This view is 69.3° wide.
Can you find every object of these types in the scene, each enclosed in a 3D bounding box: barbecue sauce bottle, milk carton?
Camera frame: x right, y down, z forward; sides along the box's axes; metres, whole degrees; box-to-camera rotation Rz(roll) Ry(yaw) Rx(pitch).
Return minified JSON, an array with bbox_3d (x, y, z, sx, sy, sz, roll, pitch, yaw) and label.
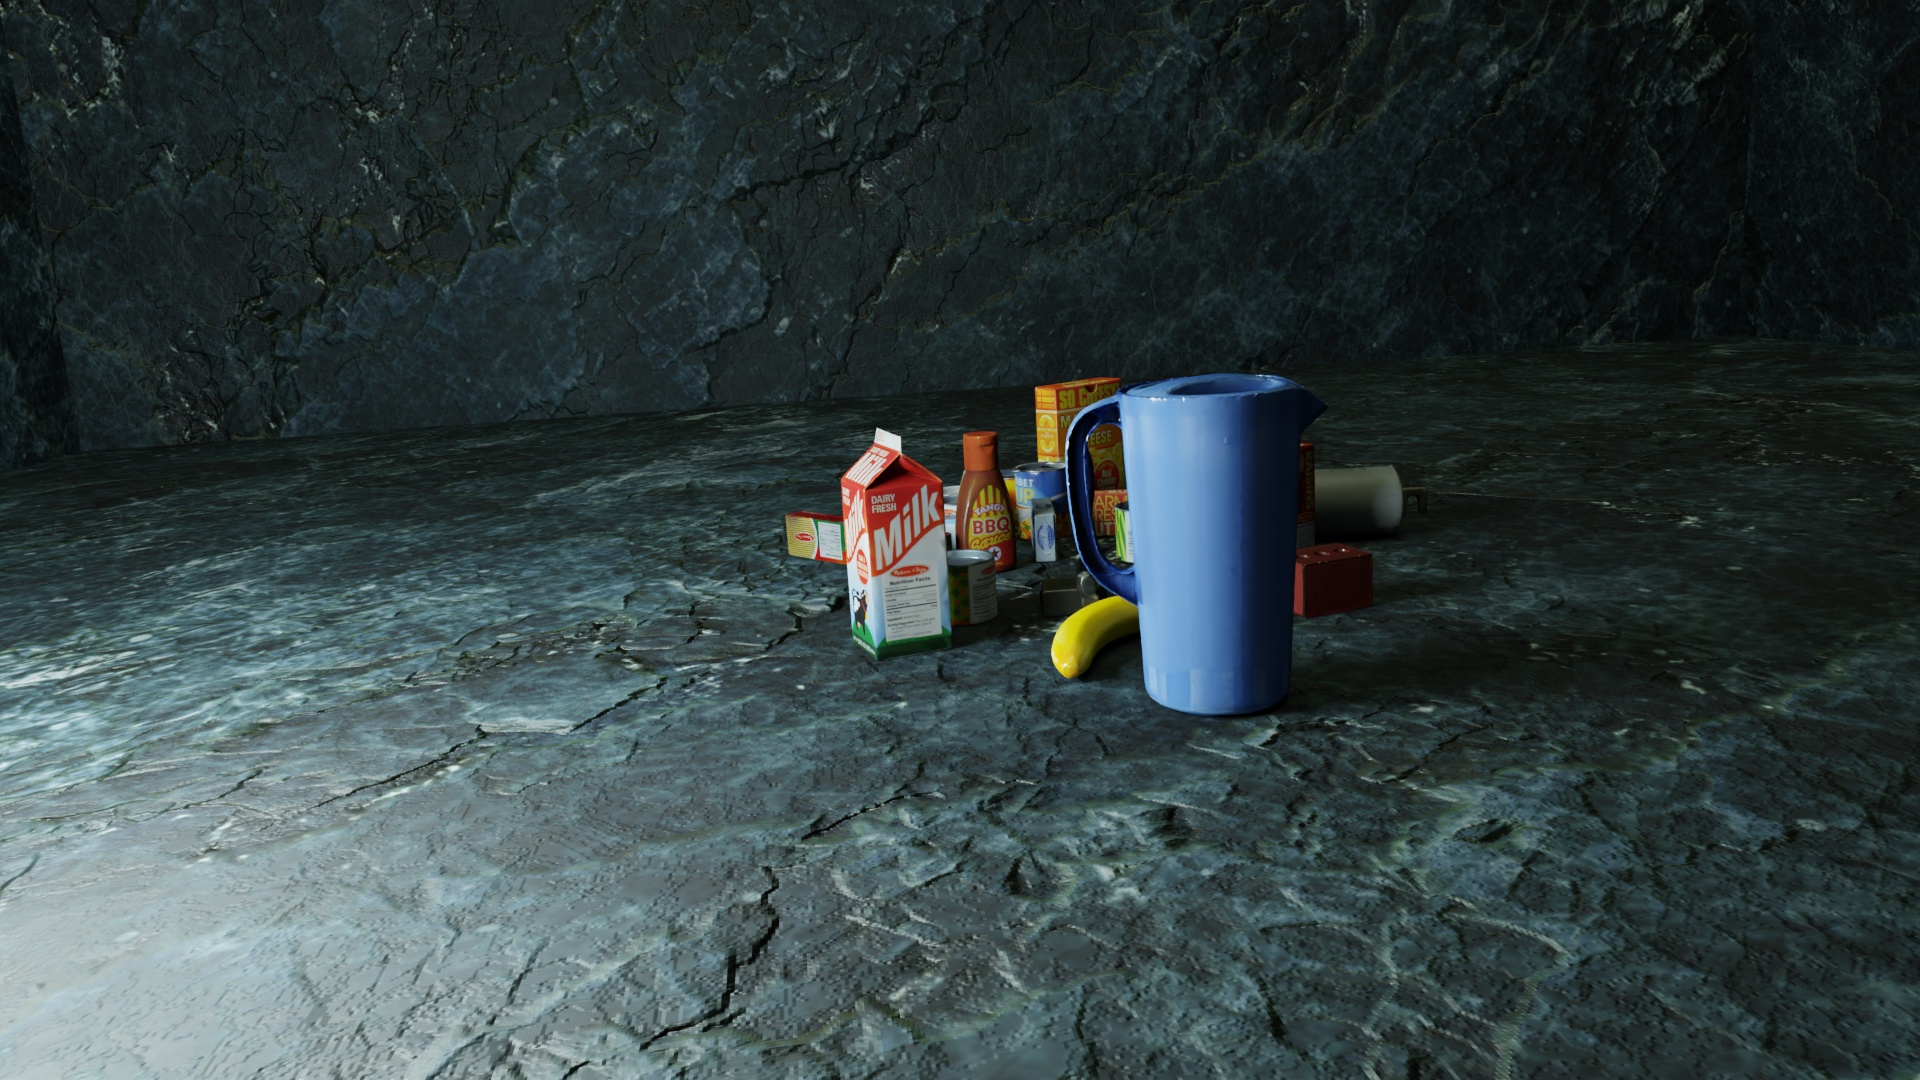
[{"bbox_3d":[0.025,-0.040,1.473,0.065,0.148,0.044,-8,12,-20],"label":"barbecue sauce bottle"},{"bbox_3d":[-0.057,0.000,1.208,0.073,0.190,0.072,-8,12,-20],"label":"milk carton"}]

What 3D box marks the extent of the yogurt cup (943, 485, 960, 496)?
[{"bbox_3d":[0.001,-0.036,1.684,0.072,0.053,0.072,-3,12,1],"label":"yogurt cup"}]

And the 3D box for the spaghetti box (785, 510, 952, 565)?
[{"bbox_3d":[-0.104,0.005,1.534,0.250,0.050,0.029,8,17,44],"label":"spaghetti box"}]

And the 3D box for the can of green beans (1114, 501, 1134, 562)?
[{"bbox_3d":[0.201,-0.010,1.504,0.071,0.057,0.071,-3,12,1],"label":"can of green beans"}]

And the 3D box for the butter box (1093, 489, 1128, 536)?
[{"bbox_3d":[0.193,-0.033,1.622,0.103,0.053,0.024,-2,12,7],"label":"butter box"}]

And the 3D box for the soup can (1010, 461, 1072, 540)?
[{"bbox_3d":[0.096,-0.047,1.641,0.071,0.083,0.071,-3,12,1],"label":"soup can"}]

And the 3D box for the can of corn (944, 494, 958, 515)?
[{"bbox_3d":[0.006,-0.020,1.600,0.071,0.058,0.071,-3,12,1],"label":"can of corn"}]

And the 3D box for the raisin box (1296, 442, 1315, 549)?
[{"bbox_3d":[0.328,-0.042,1.462,0.040,0.123,0.086,-12,14,-36],"label":"raisin box"}]

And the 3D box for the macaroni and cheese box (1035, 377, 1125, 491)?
[{"bbox_3d":[0.154,-0.117,1.753,0.124,0.166,0.040,-14,15,-41],"label":"macaroni and cheese box"}]

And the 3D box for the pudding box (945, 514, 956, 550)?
[{"bbox_3d":[-0.039,-0.003,1.553,0.084,0.049,0.030,-1,12,9],"label":"pudding box"}]

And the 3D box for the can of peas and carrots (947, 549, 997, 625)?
[{"bbox_3d":[-0.001,0.043,1.305,0.071,0.058,0.071,-3,12,1],"label":"can of peas and carrots"}]

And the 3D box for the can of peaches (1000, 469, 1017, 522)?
[{"bbox_3d":[0.066,-0.057,1.754,0.071,0.058,0.071,-3,12,1],"label":"can of peaches"}]

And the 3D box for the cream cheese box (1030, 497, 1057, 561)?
[{"bbox_3d":[0.093,-0.013,1.554,0.024,0.053,0.104,-3,12,1],"label":"cream cheese box"}]
